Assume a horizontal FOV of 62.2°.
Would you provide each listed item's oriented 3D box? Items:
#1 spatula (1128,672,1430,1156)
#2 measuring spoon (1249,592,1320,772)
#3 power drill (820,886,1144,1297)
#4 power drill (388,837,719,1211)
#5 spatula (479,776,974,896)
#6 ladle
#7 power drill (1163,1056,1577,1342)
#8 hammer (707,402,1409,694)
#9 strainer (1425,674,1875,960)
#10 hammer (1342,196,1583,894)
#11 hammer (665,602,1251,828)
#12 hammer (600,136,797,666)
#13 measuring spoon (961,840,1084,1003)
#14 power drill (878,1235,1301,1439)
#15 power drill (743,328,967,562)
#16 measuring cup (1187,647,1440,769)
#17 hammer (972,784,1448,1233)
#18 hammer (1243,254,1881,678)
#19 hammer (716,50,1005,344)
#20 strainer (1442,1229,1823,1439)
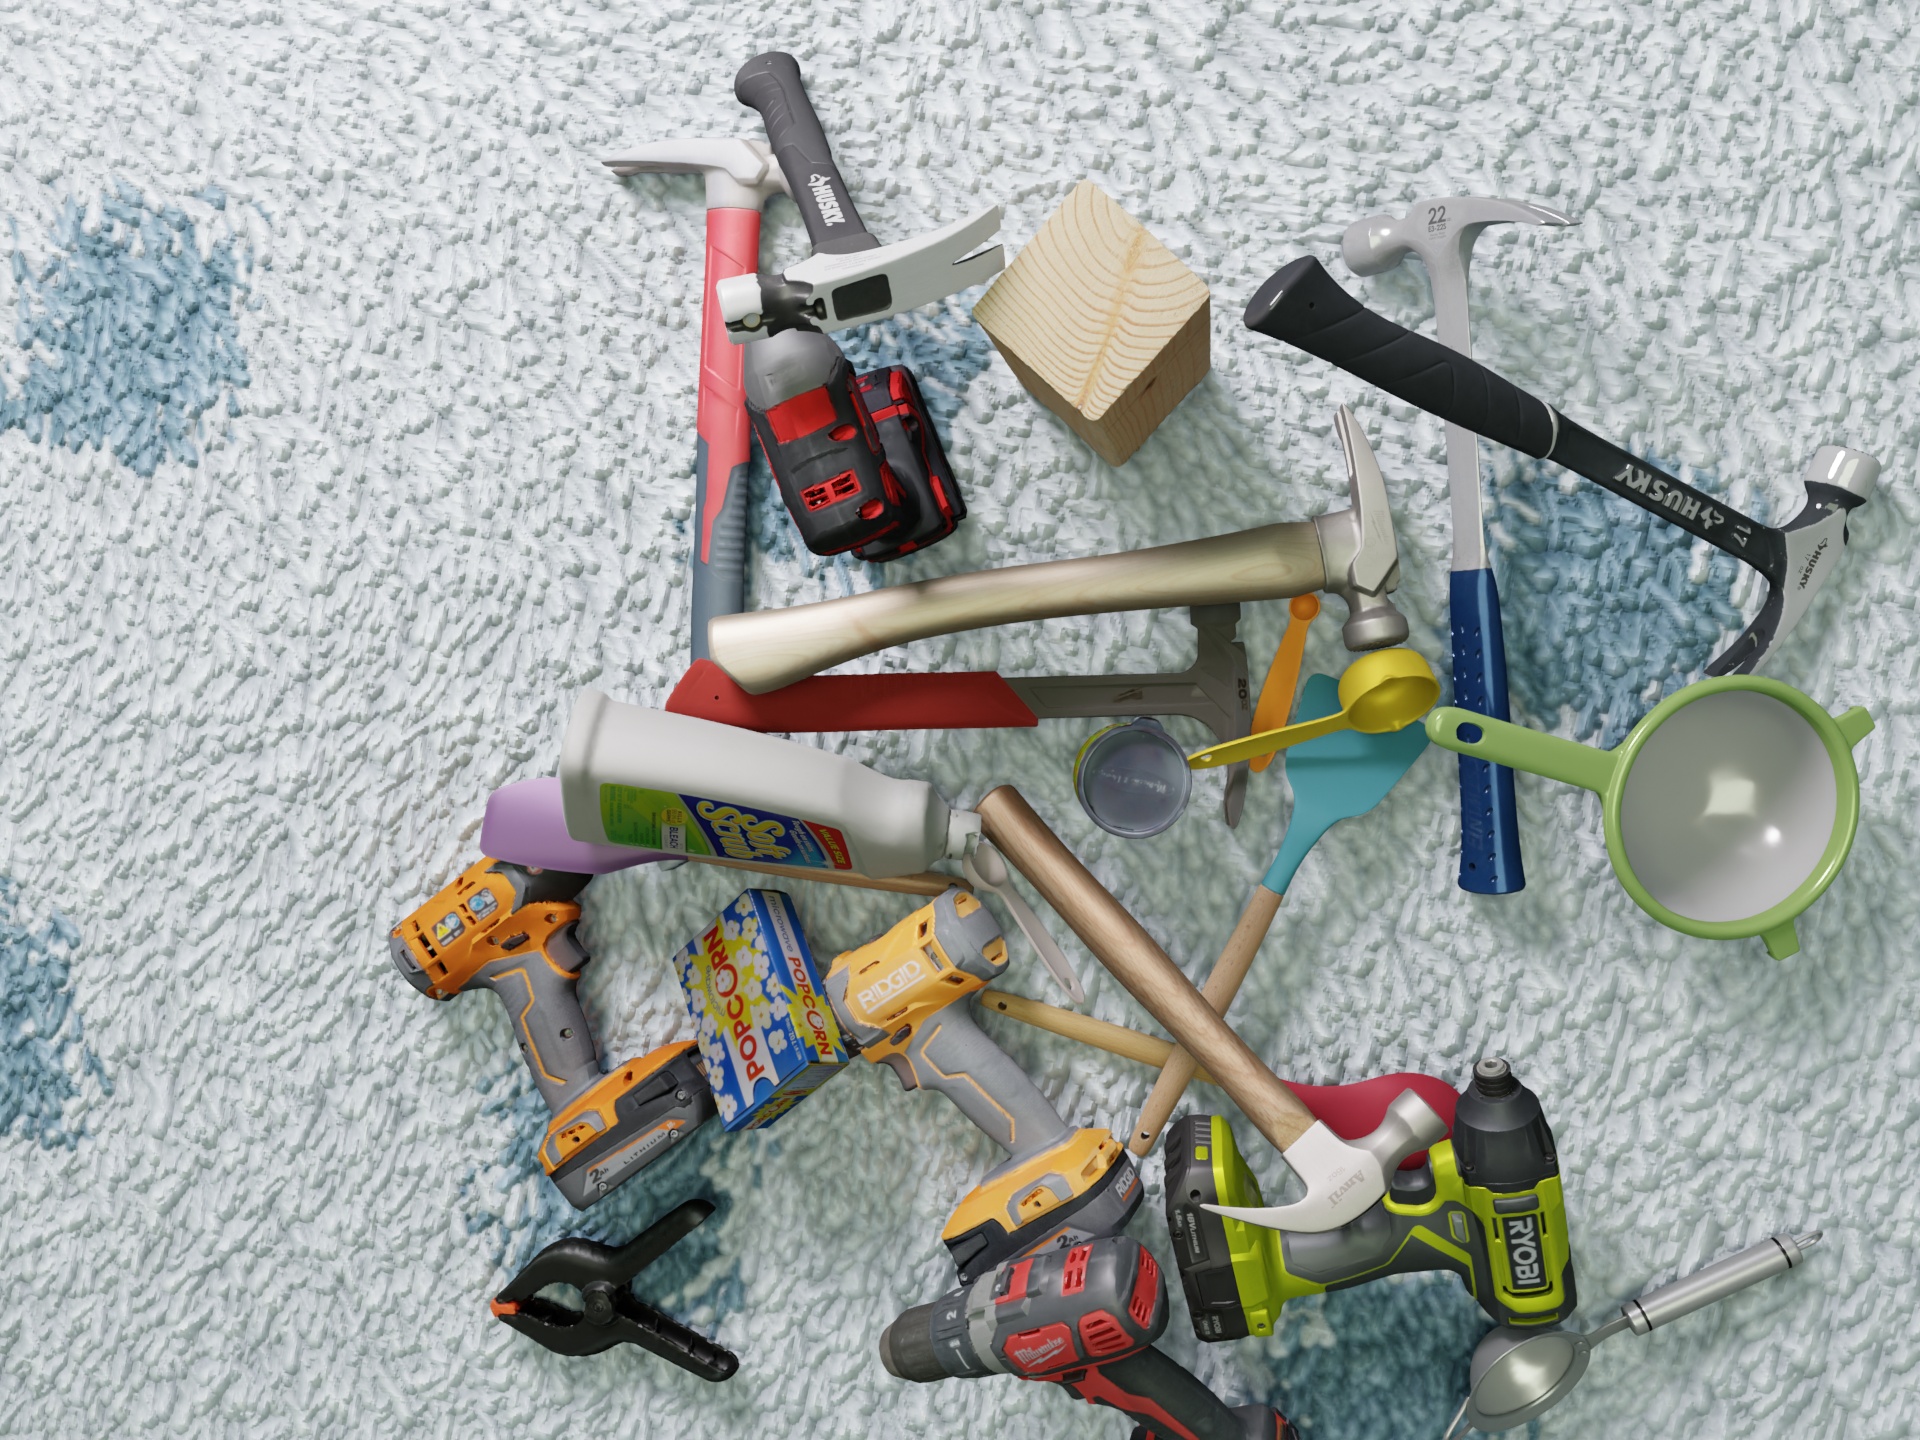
[{"bbox_3d":[0.181,0.126,0.976,0.082,0.044,0.317,28,96,10],"label":"spatula"},{"bbox_3d":[0.201,-0.024,0.989,0.021,0.011,0.117,19,99,26],"label":"measuring spoon"},{"bbox_3d":[-0.014,0.242,0.997,0.185,0.084,0.226,-35,84,20],"label":"power drill"},{"bbox_3d":[-0.248,0.181,1.035,0.164,0.084,0.226,-37,83,7],"label":"power drill"},{"bbox_3d":[-0.147,0.083,1.017,0.316,0.018,0.060,9,79,-2],"label":"spatula"},{"bbox_3d":[0.164,0.219,0.996,0.315,0.031,0.069,16,98,10],"label":"ladle"},{"bbox_3d":[0.239,0.284,0.939,0.223,0.080,0.171,-11,111,12],"label":"power drill"},{"bbox_3d":[0.052,-0.087,0.952,0.410,0.038,0.146,-9,84,2],"label":"hammer"},{"bbox_3d":[0.379,0.033,0.913,0.256,0.069,0.151,15,95,-6],"label":"strainer"},{"bbox_3d":[0.301,-0.099,0.928,0.035,0.144,0.405,-11,98,-33],"label":"hammer"},{"bbox_3d":[-0.002,-0.003,0.988,0.359,0.037,0.149,-2,92,2],"label":"hammer"},{"bbox_3d":[-0.168,-0.177,1.028,0.143,0.038,0.386,4,93,10],"label":"hammer"},{"bbox_3d":[0.038,0.132,1.014,0.018,0.034,0.124,-34,91,31],"label":"measuring spoon"},{"bbox_3d":[0.078,0.405,0.943,0.188,0.080,0.226,-27,113,30],"label":"power drill"},{"bbox_3d":[-0.066,-0.163,0.919,0.078,0.219,0.143,-22,89,9],"label":"power drill"},{"bbox_3d":[0.206,-0.005,0.951,0.156,0.062,0.029,-17,55,11],"label":"measuring cup"},{"bbox_3d":[0.118,0.160,0.937,0.130,0.031,0.332,-43,63,-2],"label":"hammer"},{"bbox_3d":[0.324,-0.144,0.856,0.408,0.036,0.149,19,97,-22],"label":"hammer"},{"bbox_3d":[-0.079,-0.311,0.896,0.146,0.335,0.035,-14,132,-5],"label":"hammer"},{"bbox_3d":[0.398,0.361,0.956,0.258,0.050,0.086,-26,126,3],"label":"strainer"}]
